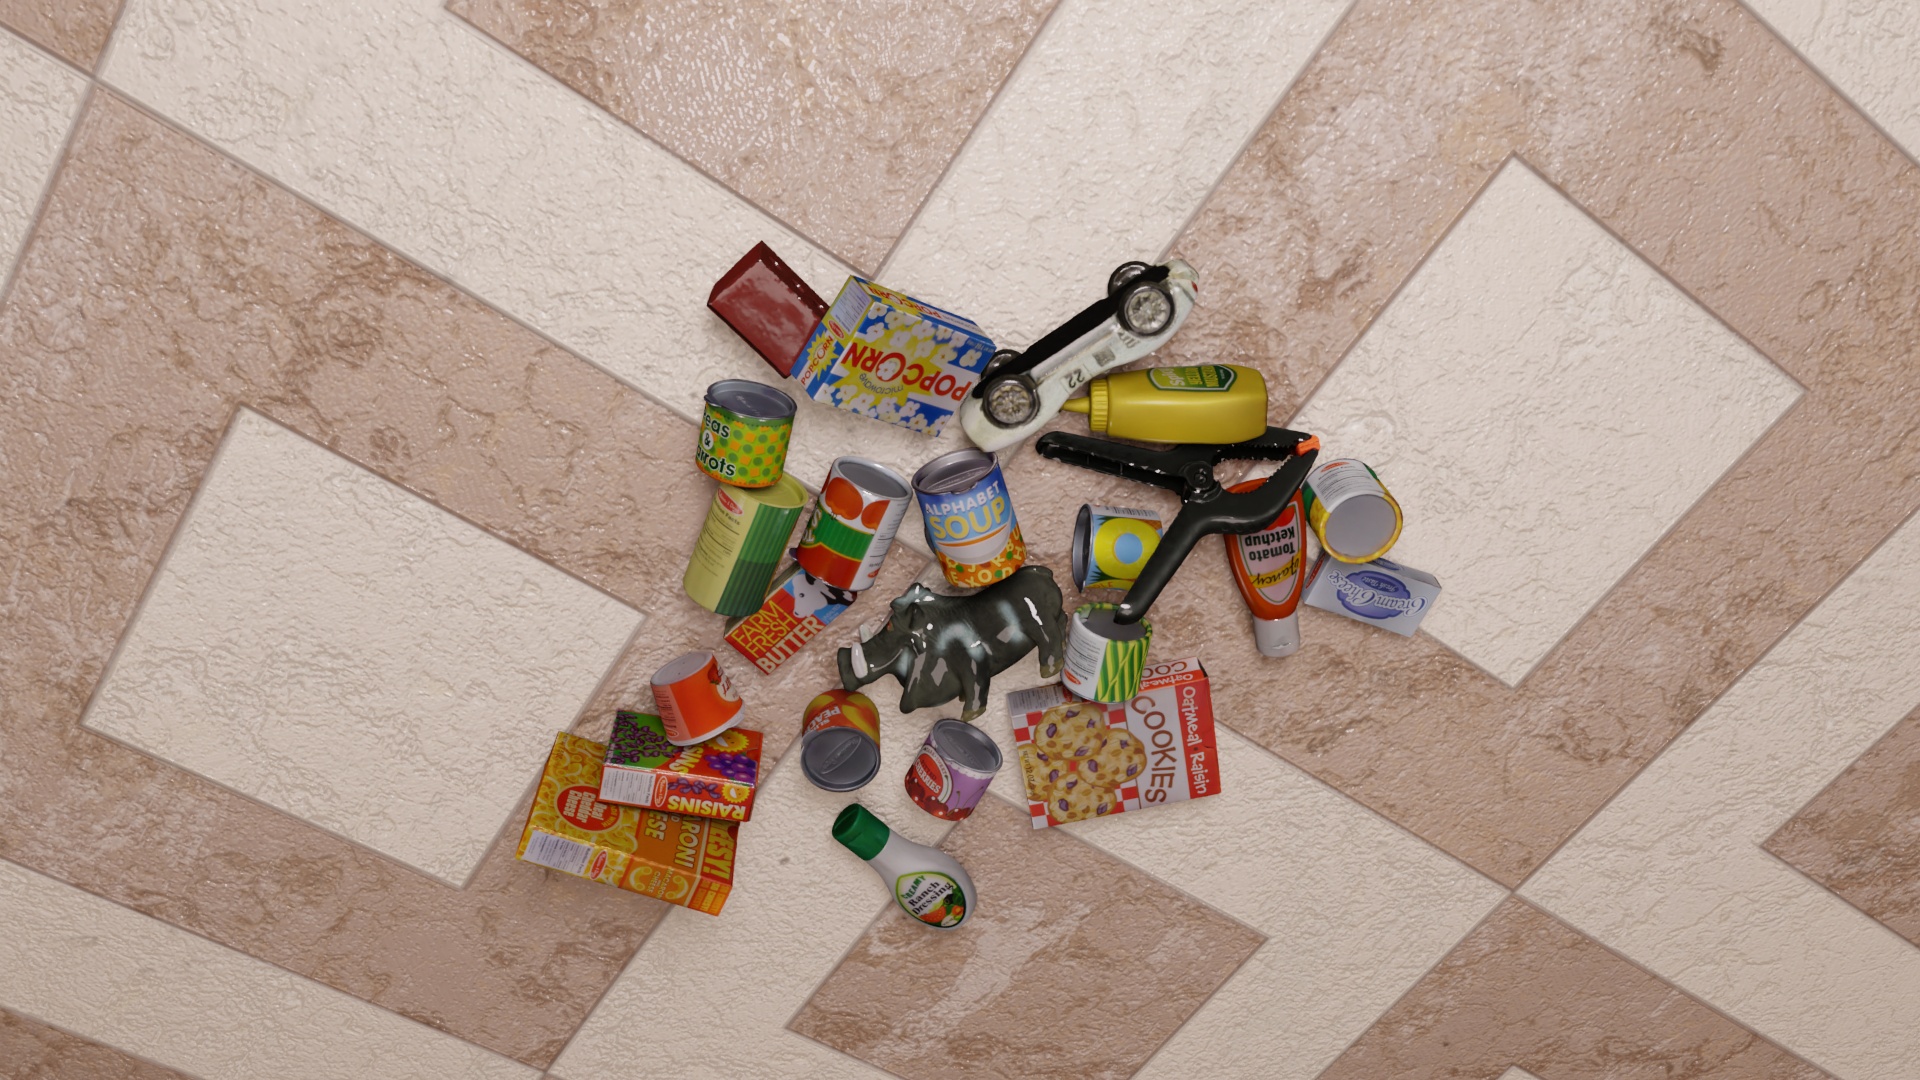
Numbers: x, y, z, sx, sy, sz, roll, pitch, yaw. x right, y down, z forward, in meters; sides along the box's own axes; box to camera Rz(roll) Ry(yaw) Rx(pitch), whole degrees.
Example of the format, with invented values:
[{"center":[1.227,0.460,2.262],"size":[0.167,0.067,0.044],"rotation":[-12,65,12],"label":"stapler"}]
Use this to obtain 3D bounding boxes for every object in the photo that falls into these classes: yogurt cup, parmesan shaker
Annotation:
[{"center":[-0.215,0.125,1.122],"size":[0.072,0.072,0.053],"rotation":[-19,109,6],"label":"yogurt cup"},{"center":[-0.166,-0.003,1.062],"size":[0.071,0.071,0.102],"rotation":[19,115,-14],"label":"parmesan shaker"}]

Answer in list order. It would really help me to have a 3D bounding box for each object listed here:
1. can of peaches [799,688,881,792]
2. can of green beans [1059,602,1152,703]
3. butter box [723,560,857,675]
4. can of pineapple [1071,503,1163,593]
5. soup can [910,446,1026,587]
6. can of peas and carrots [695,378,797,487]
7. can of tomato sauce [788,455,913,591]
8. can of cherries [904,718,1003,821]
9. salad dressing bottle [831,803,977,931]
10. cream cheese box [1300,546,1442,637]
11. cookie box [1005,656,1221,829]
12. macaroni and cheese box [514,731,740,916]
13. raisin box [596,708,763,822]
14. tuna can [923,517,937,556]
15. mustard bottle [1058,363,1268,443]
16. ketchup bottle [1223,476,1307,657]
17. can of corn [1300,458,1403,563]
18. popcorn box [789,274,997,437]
[{"center":[-0.101,0.164,1.153],"size":[0.071,0.058,0.071],"rotation":[-2,117,-3],"label":"can of peaches"},{"center":[0.118,0.090,1.128],"size":[0.071,0.071,0.057],"rotation":[7,116,-8],"label":"can of green beans"},{"center":[-0.137,0.057,1.115],"size":[0.103,0.024,0.053],"rotation":[-41,112,15],"label":"butter box"},{"center":[0.122,0.008,1.086],"size":[0.058,0.071,0.070],"rotation":[5,116,-7],"label":"can of pineapple"},{"center":[0.008,-0.015,1.024],"size":[0.071,0.071,0.083],"rotation":[-17,117,4],"label":"soup can"},{"center":[-0.160,-0.078,1.019],"size":[0.071,0.071,0.058],"rotation":[11,116,-10],"label":"can of peas and carrots"},{"center":[-0.083,-0.014,1.060],"size":[0.071,0.071,0.082],"rotation":[20,113,-14],"label":"can of tomato sauce"},{"center":[-0.008,0.193,1.169],"size":[0.071,0.072,0.058],"rotation":[23,114,-15],"label":"can of cherries"},{"center":[-0.050,0.288,1.227],"size":[0.064,0.044,0.147],"rotation":[-42,112,14],"label":"salad dressing bottle"},{"center":[0.337,0.040,1.144],"size":[0.104,0.024,0.053],"rotation":[17,116,-12],"label":"cream cheese box"},{"center":[0.132,0.174,1.186],"size":[0.167,0.040,0.122],"rotation":[-11,117,1],"label":"cookie box"},{"center":[-0.265,0.230,1.136],"size":[0.166,0.124,0.040],"rotation":[20,115,-14],"label":"macaroni and cheese box"},{"center":[-0.227,0.183,1.136],"size":[0.123,0.086,0.040],"rotation":[11,111,-10],"label":"raisin box"},{"center":[0.004,-0.014,1.085],"size":[0.071,0.033,0.070],"rotation":[-2,117,-3],"label":"tuna can"},{"center":[0.146,-0.102,1.036],"size":[0.160,0.065,0.048],"rotation":[-1,121,1],"label":"mustard bottle"},{"center":[0.248,0.023,1.117],"size":[0.065,0.044,0.148],"rotation":[-13,118,1],"label":"ketchup bottle"},{"center":[0.307,-0.021,1.091],"size":[0.071,0.058,0.070],"rotation":[-2,117,-3],"label":"can of corn"},{"center":[-0.045,-0.129,0.989],"size":[0.127,0.038,0.085],"rotation":[13,120,-45],"label":"popcorn box"}]
